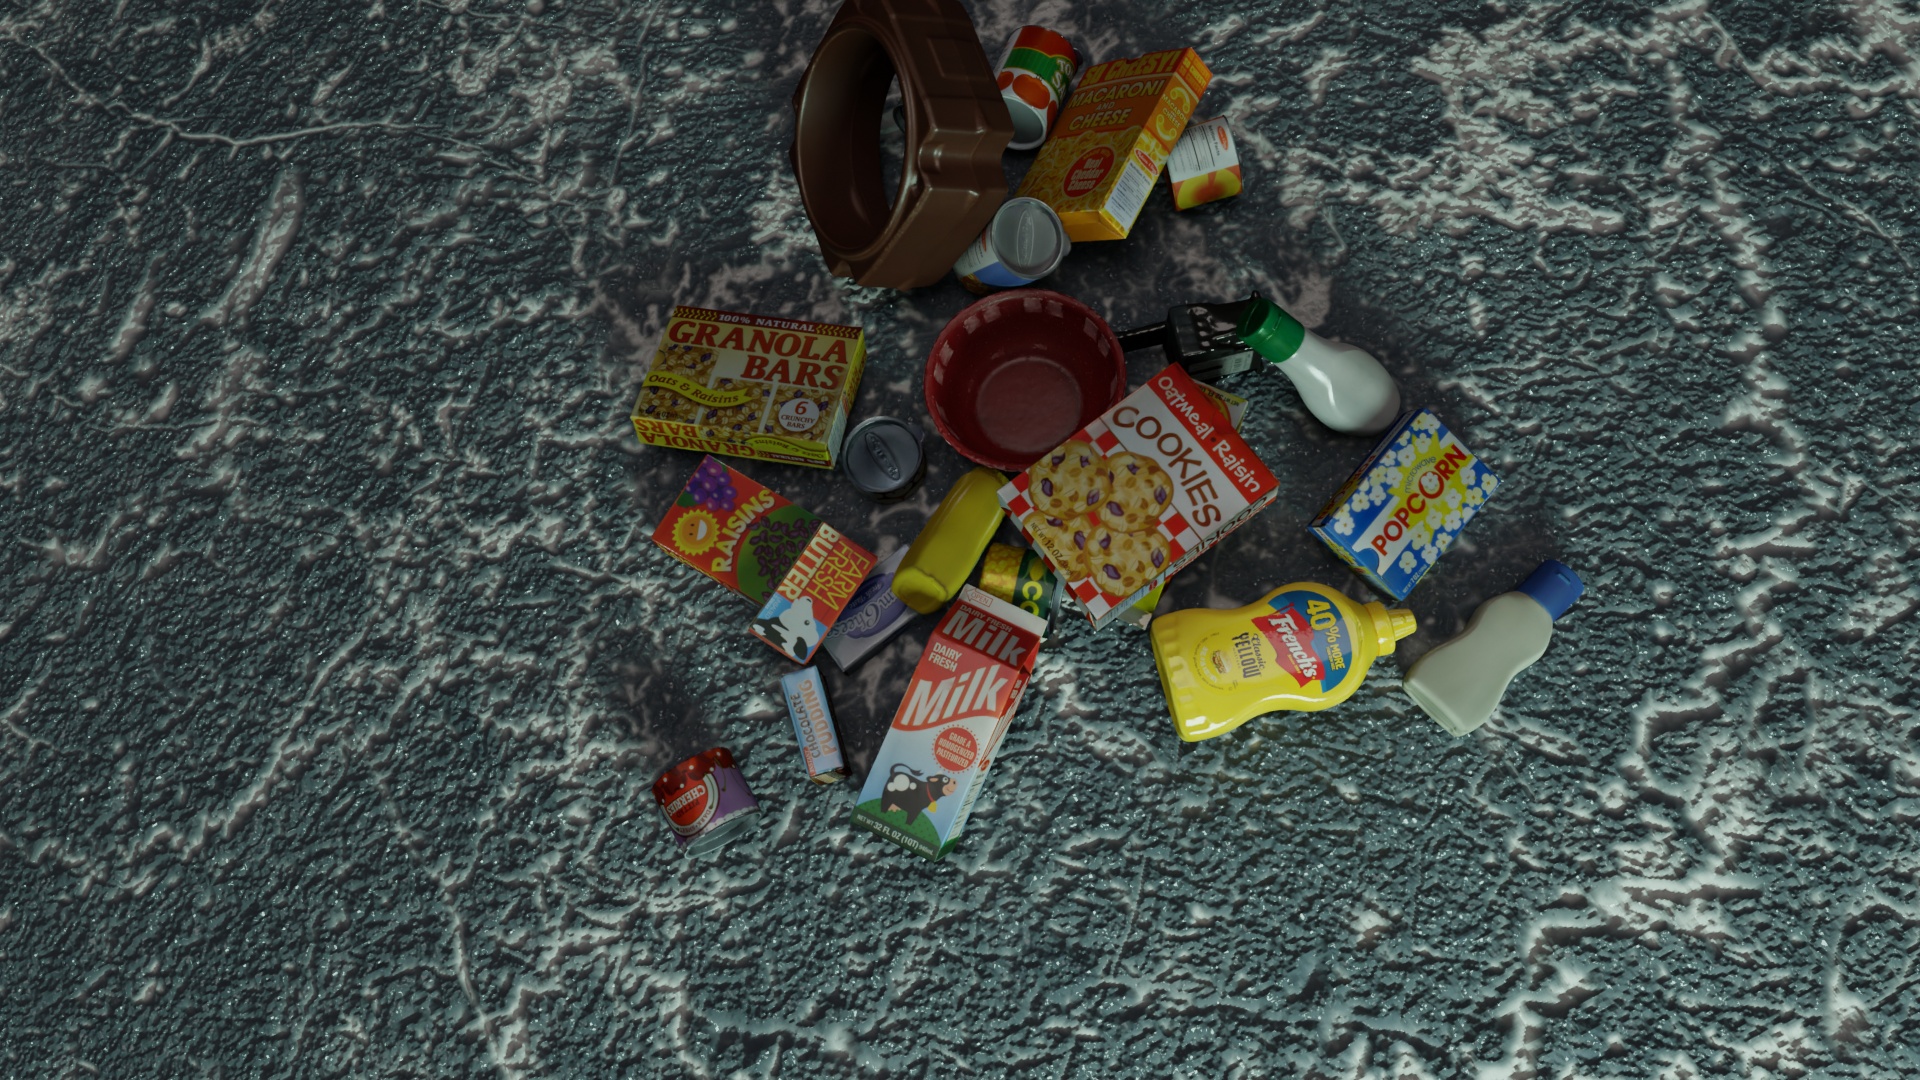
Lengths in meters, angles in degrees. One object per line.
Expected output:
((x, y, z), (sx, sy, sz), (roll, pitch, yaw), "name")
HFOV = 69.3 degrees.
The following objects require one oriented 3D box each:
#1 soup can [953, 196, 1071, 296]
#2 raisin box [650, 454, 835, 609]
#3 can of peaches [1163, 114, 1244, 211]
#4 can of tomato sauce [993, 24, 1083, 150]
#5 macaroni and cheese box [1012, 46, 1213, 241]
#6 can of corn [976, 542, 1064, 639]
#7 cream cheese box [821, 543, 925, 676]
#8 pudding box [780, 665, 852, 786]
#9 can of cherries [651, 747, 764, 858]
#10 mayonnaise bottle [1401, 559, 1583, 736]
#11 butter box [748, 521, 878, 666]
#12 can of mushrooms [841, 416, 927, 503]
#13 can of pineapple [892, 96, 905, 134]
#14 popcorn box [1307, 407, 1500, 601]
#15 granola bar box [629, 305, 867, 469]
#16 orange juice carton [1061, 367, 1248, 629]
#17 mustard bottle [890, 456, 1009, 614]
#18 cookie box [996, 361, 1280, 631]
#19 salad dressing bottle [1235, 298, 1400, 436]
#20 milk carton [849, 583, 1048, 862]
((0.040, -0.238, 1.138), (0.071, 0.083, 0.071), (1, 88, -23), "soup can")
((-0.173, -0.003, 1.119), (0.123, 0.040, 0.086), (29, 79, 12), "raisin box")
((0.201, -0.314, 1.164), (0.058, 0.071, 0.071), (-15, 72, 7), "can of peaches")
((0.059, -0.388, 1.193), (0.071, 0.071, 0.083), (18, 66, 11), "can of tomato sauce")
((0.121, -0.327, 1.154), (0.124, 0.040, 0.167), (12, 69, 52), "macaroni and cheese box")
((0.047, 0.040, 1.068), (0.058, 0.071, 0.071), (11, 75, 10), "can of corn")
((-0.065, 0.054, 1.098), (0.104, 0.024, 0.053), (-38, 73, -6), "cream cheese box")
((-0.110, 0.141, 1.062), (0.030, 0.049, 0.084), (-18, 72, -1), "pudding box")
((-0.191, 0.196, 1.042), (0.071, 0.071, 0.058), (-31, 72, -4), "can of cherries")
((0.402, 0.076, 1.037), (0.148, 0.041, 0.065), (-42, 75, -9), "mayonnaise bottle")
((-0.114, 0.041, 1.073), (0.053, 0.024, 0.104), (35, 79, -5), "butter box")
((-0.059, -0.066, 1.130), (0.071, 0.033, 0.071), (-2, 72, 6), "can of mushrooms")
((-0.016, -0.379, 1.205), (0.071, 0.071, 0.058), (23, 77, 12), "can of pineapple")
((0.339, -0.028, 1.062), (0.085, 0.038, 0.127), (43, 81, -7), "popcorn box")
((-0.172, -0.128, 1.141), (0.165, 0.039, 0.125), (8, 58, 8), "granola bar box")
((0.150, -0.029, 1.077), (0.072, 0.073, 0.193), (24, 77, 12), "orange juice carton")
((0.004, -0.014, 1.084), (0.049, 0.065, 0.161), (39, 53, -6), "mustard bottle")
((0.130, -0.034, 1.020), (0.167, 0.040, 0.123), (-36, 73, -5), "cookie box")
((0.275, -0.134, 1.069), (0.147, 0.044, 0.064), (30, 79, -27), "salad dressing bottle")
((-0.005, 0.132, 1.026), (0.072, 0.073, 0.190), (24, 87, 12), "milk carton")
